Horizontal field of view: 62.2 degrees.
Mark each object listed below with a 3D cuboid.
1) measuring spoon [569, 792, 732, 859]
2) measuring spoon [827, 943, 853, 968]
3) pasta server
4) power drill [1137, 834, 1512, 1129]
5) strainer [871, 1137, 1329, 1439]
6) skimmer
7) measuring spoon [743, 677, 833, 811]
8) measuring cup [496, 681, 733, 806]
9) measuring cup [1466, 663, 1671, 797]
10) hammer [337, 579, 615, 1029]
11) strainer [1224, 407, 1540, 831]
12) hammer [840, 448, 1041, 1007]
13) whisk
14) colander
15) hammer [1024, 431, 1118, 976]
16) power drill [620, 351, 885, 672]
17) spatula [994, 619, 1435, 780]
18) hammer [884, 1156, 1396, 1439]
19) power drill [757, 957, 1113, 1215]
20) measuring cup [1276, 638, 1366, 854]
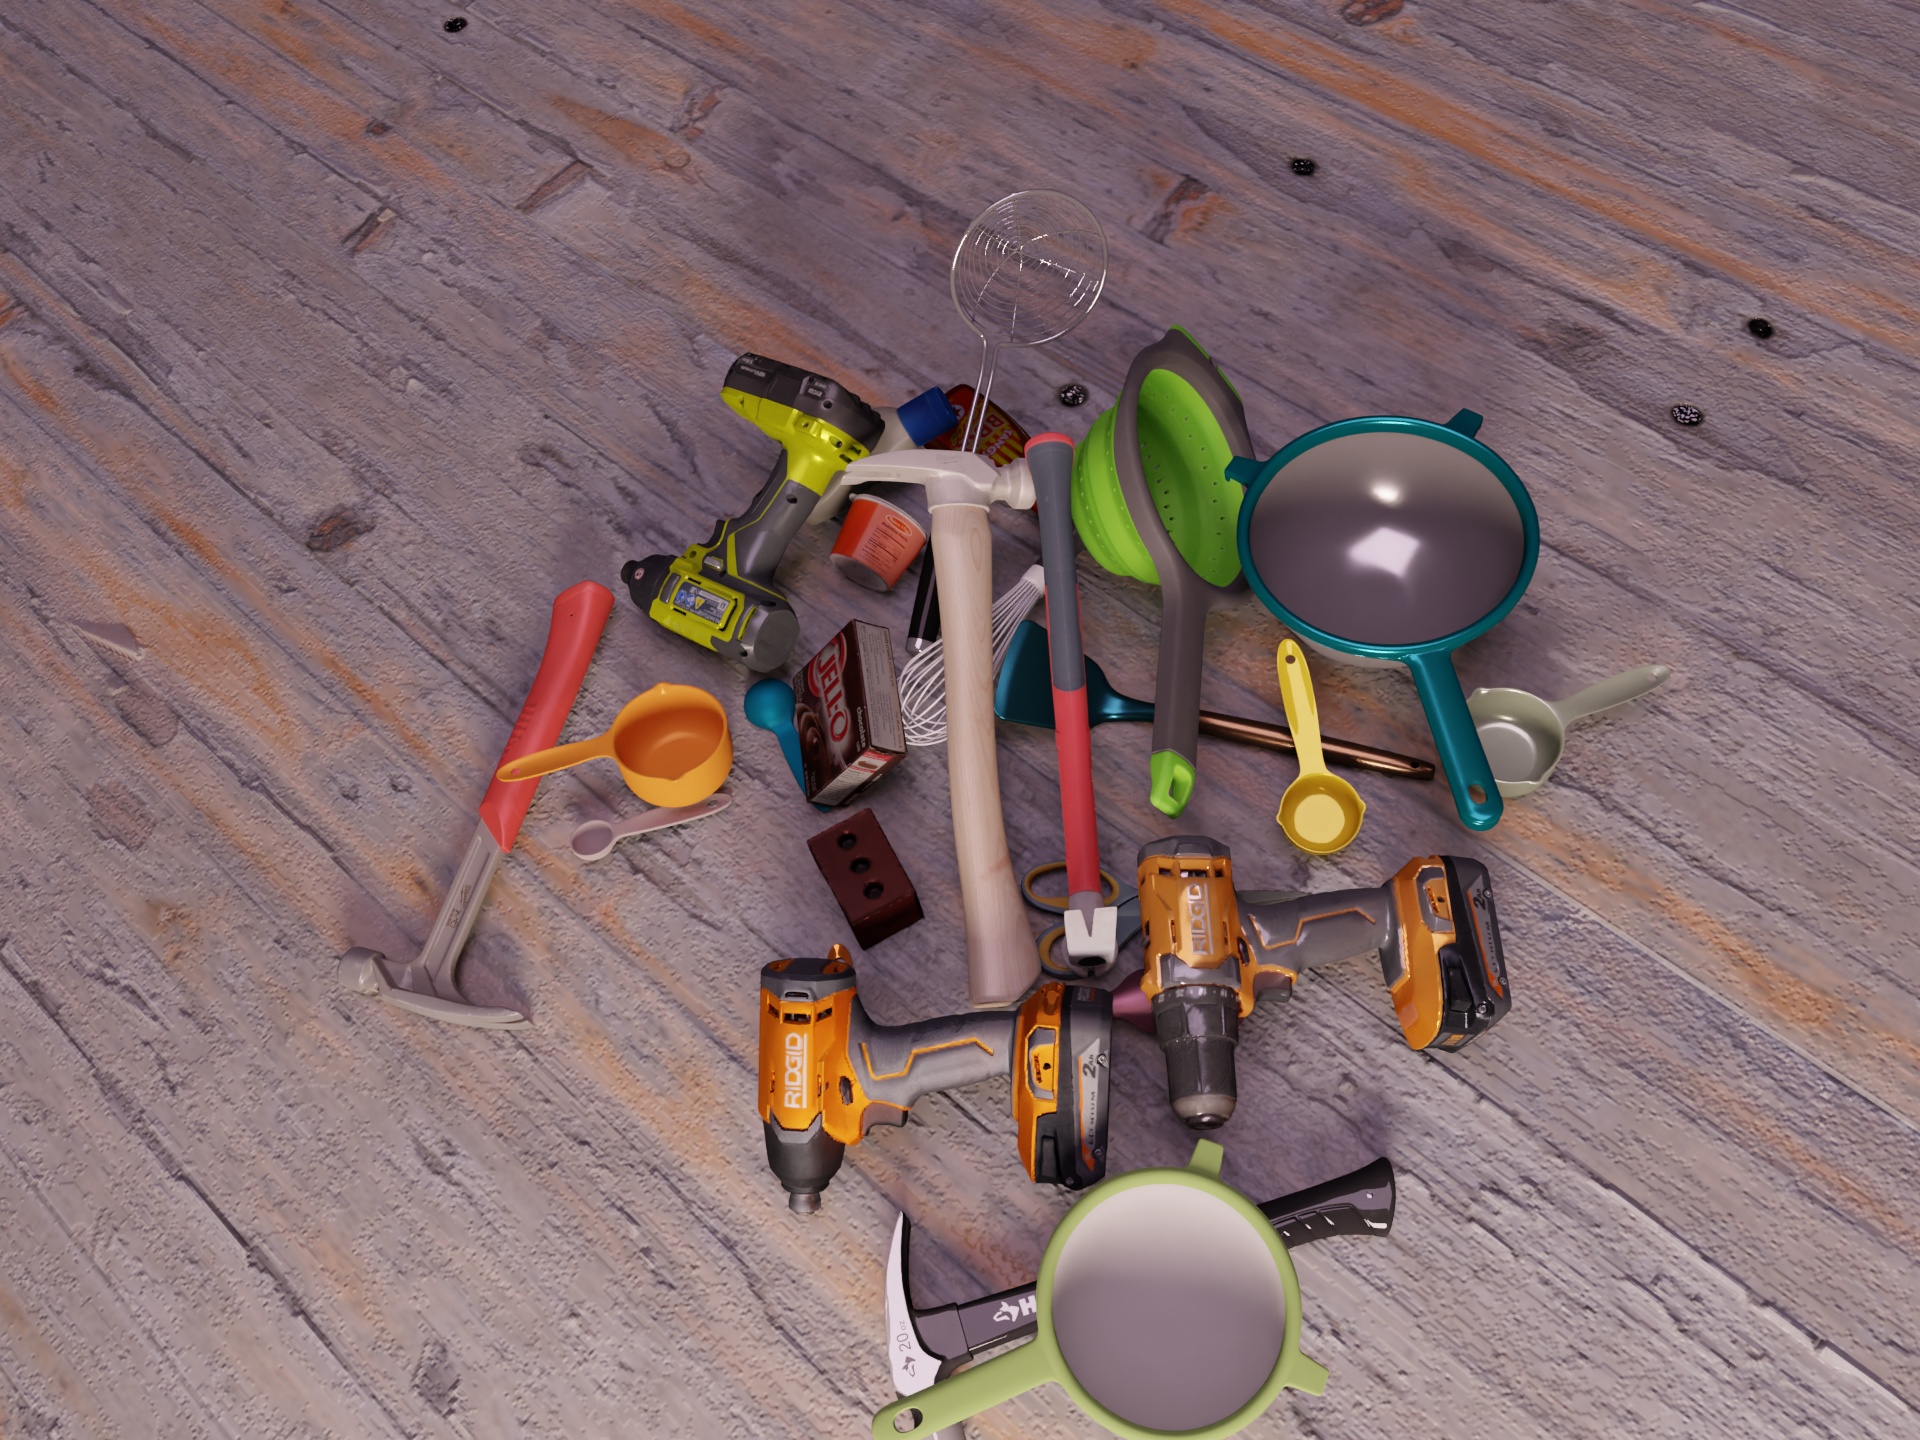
[{"bbox_3d":[-0.231,0.080,1.194,0.124,0.018,0.034,-16,47,-8],"label":"measuring spoon"},{"bbox_3d":[-0.081,0.209,1.104,0.021,0.011,0.117,-8,57,1],"label":"measuring spoon"},{"bbox_3d":[0.043,0.210,1.069,0.316,0.040,0.060,-15,61,1],"label":"pasta server"},{"bbox_3d":[0.227,0.168,1.017,0.226,0.084,0.185,2,61,-5],"label":"power drill"},{"bbox_3d":[0.072,0.363,0.924,0.256,0.069,0.152,-23,65,-4],"label":"strainer"},{"bbox_3d":[0.023,-0.227,1.229,0.127,0.090,0.363,18,81,-27],"label":"skimmer"},{"bbox_3d":[-0.129,0.015,1.206,0.042,0.021,0.129,-28,60,-7],"label":"measuring spoon"},{"bbox_3d":[-0.255,0.032,1.191,0.173,0.052,0.095,-14,53,-3],"label":"measuring cup"},{"bbox_3d":[0.425,0.002,1.128,0.167,0.038,0.083,-22,61,-6],"label":"measuring cup"},{"bbox_3d":[-0.332,0.053,1.208,0.149,0.036,0.359,11,64,13],"label":"hammer"},{"bbox_3d":[0.320,-0.061,1.142,0.211,0.095,0.341,-12,61,3],"label":"strainer"},{"bbox_3d":[-0.002,-0.004,1.127,0.146,0.038,0.411,0,70,-14],"label":"hammer"},{"bbox_3d":[0.041,-0.085,1.222,0.070,0.070,0.285,32,66,22],"label":"whisk"},{"bbox_3d":[0.135,-0.103,1.165,0.094,0.204,0.397,-16,52,36],"label":"colander"},{"bbox_3d":[0.074,-0.029,1.084,0.038,0.143,0.387,-4,70,3],"label":"hammer"},{"bbox_3d":[-0.169,-0.166,1.251,0.171,0.080,0.223,25,87,32],"label":"power drill"},{"bbox_3d":[0.185,0.000,1.159,0.317,0.044,0.082,13,69,13],"label":"spatula"},{"bbox_3d":[0.113,0.337,0.991,0.335,0.035,0.146,-18,61,-2],"label":"hammer"},{"bbox_3d":[-0.019,0.241,1.017,0.226,0.084,0.164,2,94,7],"label":"power drill"},{"bbox_3d":[0.245,0.019,1.128,0.062,0.029,0.157,-9,75,6],"label":"measuring cup"}]
